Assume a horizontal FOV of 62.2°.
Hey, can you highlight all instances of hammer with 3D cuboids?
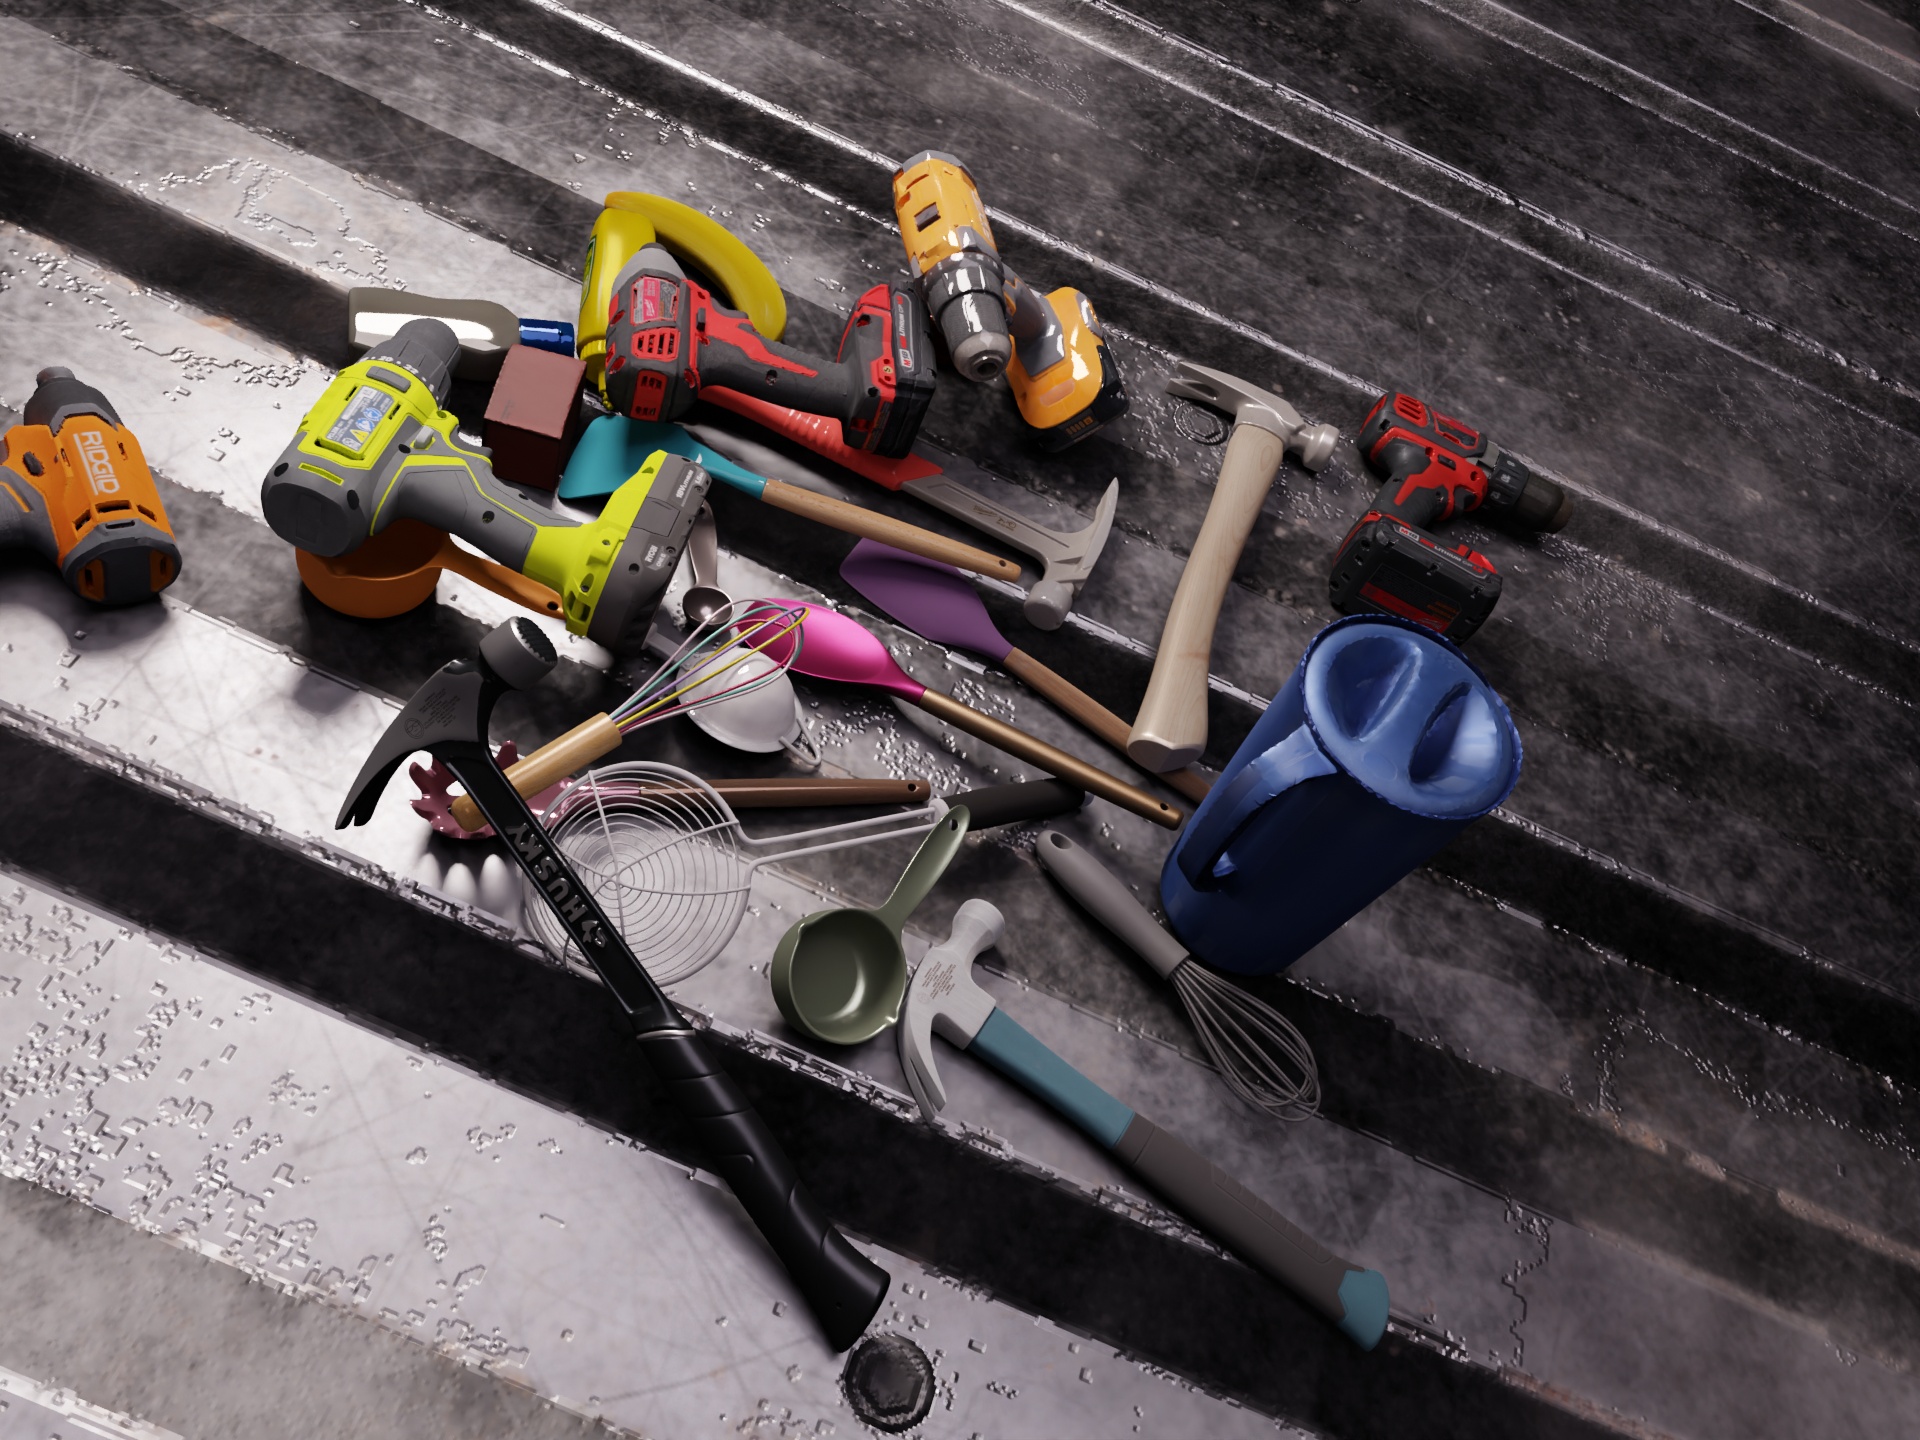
[{"bbox_3d":[0.105,0.244,0.916,0.331,0.033,0.128,36,51,6],"label":"hammer"},{"bbox_3d":[-0.170,0.150,0.829,0.149,0.036,0.409,-37,85,9],"label":"hammer"},{"bbox_3d":[-0.060,-0.198,1.160,0.359,0.036,0.149,27,52,-1],"label":"hammer"},{"bbox_3d":[0.181,-0.123,1.185,0.146,0.038,0.411,25,49,-1],"label":"hammer"}]

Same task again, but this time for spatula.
[{"bbox_3d":[0.055,-0.031,1.096,0.316,0.018,0.060,36,71,6],"label":"spatula"},{"bbox_3d":[-0.112,-0.145,1.093,0.317,0.044,0.082,18,53,-6],"label":"spatula"}]

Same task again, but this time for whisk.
[{"bbox_3d":[-0.186,-0.006,0.928,0.245,0.051,0.047,-34,49,-27],"label":"whisk"},{"bbox_3d":[0.131,0.154,0.984,0.055,0.055,0.239,-33,69,-35],"label":"whisk"}]

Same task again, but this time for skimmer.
[{"bbox_3d":[-0.078,0.071,0.965,0.363,0.090,0.127,-8,84,-37],"label":"skimmer"}]

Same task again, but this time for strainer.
[{"bbox_3d":[-0.194,-0.052,1.008,0.258,0.050,0.087,29,36,5],"label":"strainer"}]

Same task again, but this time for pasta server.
[{"bbox_3d":[-0.165,0.042,0.954,0.316,0.040,0.060,0,72,-22],"label":"pasta server"}]

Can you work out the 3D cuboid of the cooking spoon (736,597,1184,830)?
[{"bbox_3d":[-0.002,-0.003,1.035,0.319,0.017,0.069,26,43,9],"label":"cooking spoon"}]

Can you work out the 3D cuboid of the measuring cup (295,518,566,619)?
[{"bbox_3d":[-0.323,-0.088,0.978,0.173,0.052,0.095,24,50,-8],"label":"measuring cup"}]

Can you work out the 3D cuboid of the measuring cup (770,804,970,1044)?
[{"bbox_3d":[-0.048,0.113,0.925,0.083,0.038,0.168,48,59,-19],"label":"measuring cup"}]

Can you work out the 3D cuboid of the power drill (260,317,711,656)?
[{"bbox_3d":[-0.275,-0.148,0.963,0.228,0.080,0.191,23,46,-10],"label":"power drill"}]

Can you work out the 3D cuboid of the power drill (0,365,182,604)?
[{"bbox_3d":[-0.580,-0.129,0.894,0.226,0.084,0.164,-14,62,-33],"label":"power drill"}]

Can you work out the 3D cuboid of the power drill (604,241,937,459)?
[{"bbox_3d":[-0.134,-0.262,1.102,0.219,0.078,0.143,6,55,-18],"label":"power drill"}]

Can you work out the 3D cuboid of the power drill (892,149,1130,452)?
[{"bbox_3d":[0.039,-0.281,1.150,0.226,0.084,0.186,34,35,-52],"label":"power drill"}]

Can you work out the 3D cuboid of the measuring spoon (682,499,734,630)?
[{"bbox_3d":[-0.174,-0.105,1.070,0.034,0.018,0.124,5,49,-20],"label":"measuring spoon"}]

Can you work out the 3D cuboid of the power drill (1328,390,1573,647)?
[{"bbox_3d":[0.398,-0.156,1.279,0.188,0.080,0.227,27,49,-1],"label":"power drill"}]
